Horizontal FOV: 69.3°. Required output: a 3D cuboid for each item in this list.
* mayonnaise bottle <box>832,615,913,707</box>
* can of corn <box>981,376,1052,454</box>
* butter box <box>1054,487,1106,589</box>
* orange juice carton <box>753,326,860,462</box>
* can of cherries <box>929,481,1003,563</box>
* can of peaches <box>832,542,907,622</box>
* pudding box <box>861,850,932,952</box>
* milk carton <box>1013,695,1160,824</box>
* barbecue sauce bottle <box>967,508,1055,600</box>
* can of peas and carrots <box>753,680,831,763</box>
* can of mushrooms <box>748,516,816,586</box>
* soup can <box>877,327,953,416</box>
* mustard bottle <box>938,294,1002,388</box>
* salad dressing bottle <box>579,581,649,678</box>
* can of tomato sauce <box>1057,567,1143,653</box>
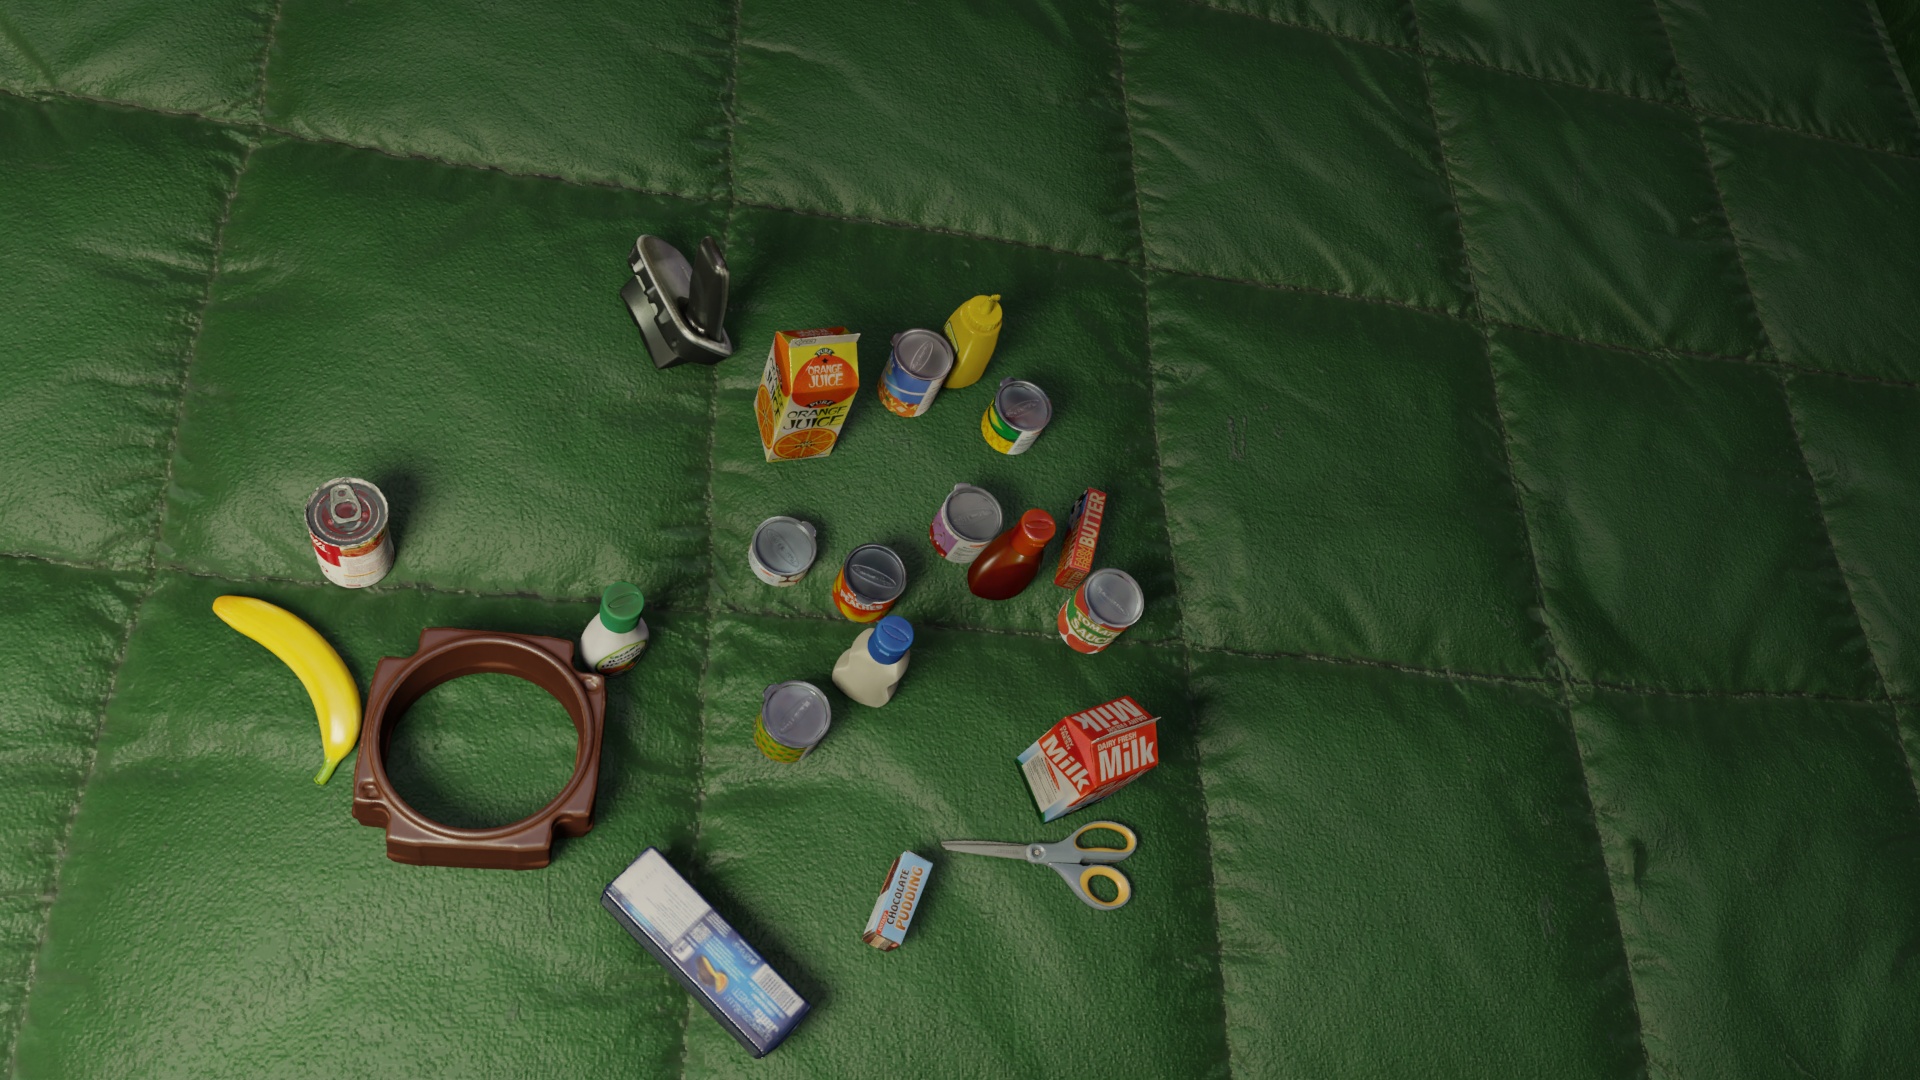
[{"bbox_3d":[-0.080,0.115,1.333,0.065,0.147,0.041,30,60,-3],"label":"mayonnaise bottle"},{"bbox_3d":[0.061,-0.139,1.553,0.071,0.058,0.071,7,63,-15],"label":"can of corn"},{"bbox_3d":[0.131,-0.002,1.513,0.024,0.053,0.104,20,61,-8],"label":"butter box"},{"bbox_3d":[-0.155,-0.157,1.414,0.072,0.191,0.073,-7,68,-21],"label":"orange juice carton"},{"bbox_3d":[0.005,-0.019,1.477,0.071,0.058,0.072,7,63,-15],"label":"can of cherries"},{"bbox_3d":[-0.094,0.046,1.413,0.071,0.057,0.071,7,63,-15],"label":"can of peaches"},{"bbox_3d":[-0.059,0.335,1.290,0.030,0.049,0.084,26,60,-5],"label":"pudding box"},{"bbox_3d":[0.125,0.207,1.331,0.072,0.189,0.073,-16,71,-24],"label":"milk carton"},{"bbox_3d":[0.056,0.015,1.425,0.065,0.148,0.044,1,65,-18],"label":"barbecue sauce bottle"},{"bbox_3d":[-0.164,0.173,1.329,0.071,0.058,0.071,7,63,-15],"label":"can of peas and carrots"},{"bbox_3d":[-0.180,0.011,1.417,0.071,0.033,0.071,7,63,-15],"label":"can of mushrooms"},{"bbox_3d":[-0.053,-0.185,1.523,0.071,0.083,0.071,7,64,-15],"label":"soup can"},{"bbox_3d":[0.012,-0.227,1.521,0.049,0.159,0.065,-10,69,-22],"label":"mustard bottle"},{"bbox_3d":[-0.315,0.082,1.272,0.064,0.147,0.044,-24,75,-26],"label":"salad dressing bottle"},{"bbox_3d":[0.145,0.077,1.462,0.071,0.082,0.071,7,64,-15],"label":"can of tomato sauce"}]
